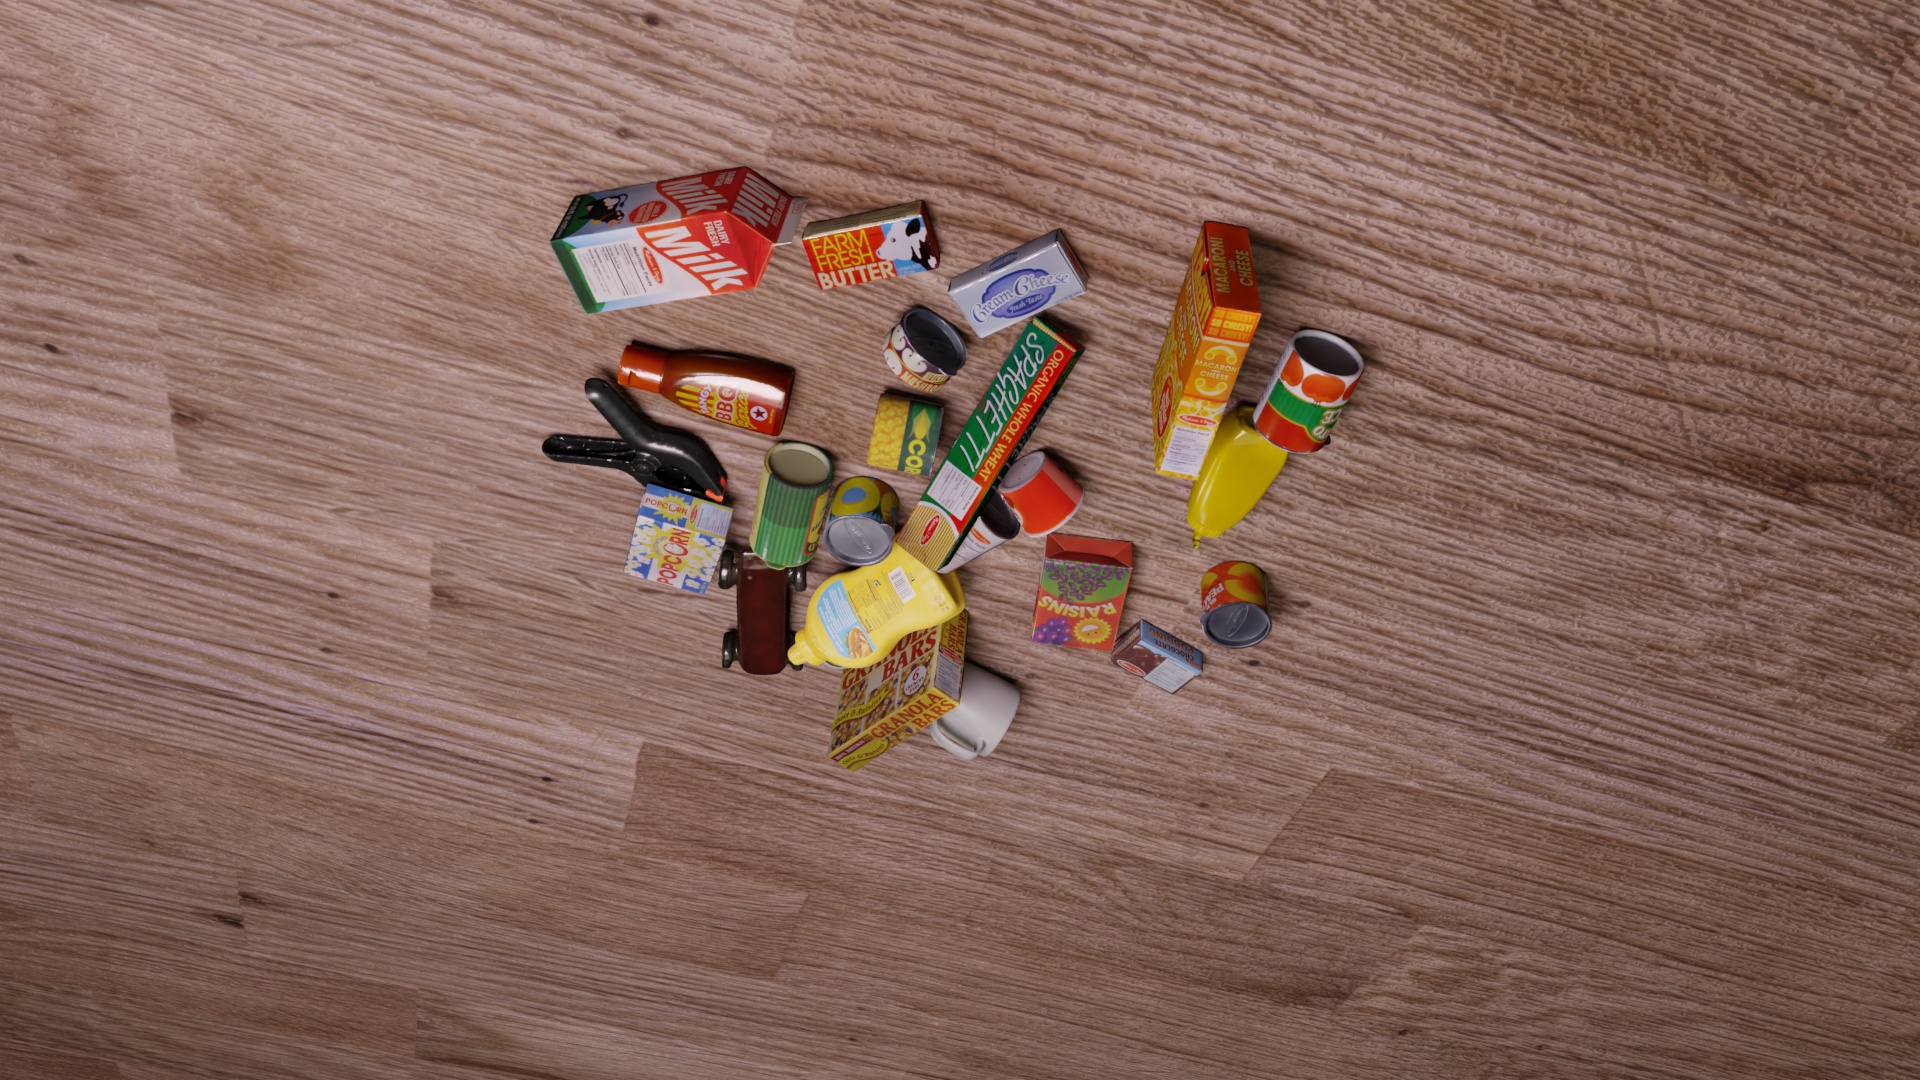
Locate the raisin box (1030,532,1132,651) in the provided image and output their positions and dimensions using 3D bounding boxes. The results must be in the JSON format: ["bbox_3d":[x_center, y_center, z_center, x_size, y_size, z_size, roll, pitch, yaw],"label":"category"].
[{"bbox_3d":[0.119,0.053,1.372,0.086,0.040,0.122,6,134,-1],"label":"raisin box"}]

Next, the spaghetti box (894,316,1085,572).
[{"bbox_3d":[0.024,-0.081,1.211,0.050,0.029,0.249,38,116,12],"label":"spaghetti box"}]

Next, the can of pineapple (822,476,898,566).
[{"bbox_3d":[-0.092,-0.018,1.315,0.071,0.058,0.070,3,134,3],"label":"can of pineapple"}]

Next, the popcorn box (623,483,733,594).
[{"bbox_3d":[-0.275,0.001,1.346,0.085,0.038,0.126,17,148,-11],"label":"popcorn box"}]

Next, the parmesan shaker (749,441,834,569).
[{"bbox_3d":[-0.159,-0.032,1.300,0.071,0.072,0.102,13,133,-6],"label":"parmesan shaker"}]

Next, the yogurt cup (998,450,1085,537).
[{"bbox_3d":[0.072,-0.045,1.269,0.072,0.073,0.054,-28,117,29],"label":"yogurt cup"}]

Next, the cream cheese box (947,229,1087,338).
[{"bbox_3d":[0.047,-0.210,1.141,0.103,0.024,0.053,-21,127,24],"label":"cream cheese box"}]

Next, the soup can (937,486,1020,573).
[{"bbox_3d":[0.005,-0.016,1.301,0.083,0.072,0.071,-30,124,35],"label":"soup can"}]

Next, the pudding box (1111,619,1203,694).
[{"bbox_3d":[0.203,0.121,1.433,0.083,0.030,0.049,28,131,-19],"label":"pudding box"}]

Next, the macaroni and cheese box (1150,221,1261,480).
[{"bbox_3d":[0.192,-0.151,1.112,0.040,0.124,0.165,9,133,-4],"label":"macaroni and cheese box"}]

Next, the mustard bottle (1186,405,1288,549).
[{"bbox_3d":[0.240,-0.050,1.255,0.065,0.049,0.159,16,134,-9],"label":"mustard bottle"}]

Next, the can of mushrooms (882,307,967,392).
[{"bbox_3d":[-0.030,-0.158,1.167,0.071,0.071,0.033,31,131,-21],"label":"can of mushrooms"}]

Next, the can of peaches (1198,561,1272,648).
[{"bbox_3d":[0.265,0.062,1.351,0.071,0.058,0.070,4,134,4],"label":"can of peaches"}]

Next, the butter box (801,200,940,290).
[{"bbox_3d":[-0.072,-0.239,1.127,0.103,0.024,0.053,-8,131,13],"label":"butter box"}]

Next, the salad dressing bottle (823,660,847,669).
[{"bbox_3d":[-0.083,0.084,1.421,0.147,0.044,0.064,-28,120,28],"label":"salad dressing bottle"}]

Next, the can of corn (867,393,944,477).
[{"bbox_3d":[-0.049,-0.092,1.232,0.058,0.071,0.070,11,134,-3],"label":"can of corn"}]

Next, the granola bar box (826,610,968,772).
[{"bbox_3d":[-0.063,0.148,1.423,0.039,0.125,0.165,36,127,-25],"label":"granola bar box"}]

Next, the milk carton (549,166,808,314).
[{"bbox_3d":[-0.218,-0.242,1.108,0.190,0.073,0.073,-6,132,13],"label":"milk carton"}]

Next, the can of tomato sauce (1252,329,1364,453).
[{"bbox_3d":[0.293,-0.124,1.165,0.071,0.071,0.082,13,133,-6],"label":"can of tomato sauce"}]

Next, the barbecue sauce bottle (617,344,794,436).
[{"bbox_3d":[-0.225,-0.138,1.227,0.149,0.044,0.064,14,134,-6],"label":"barbecue sauce bottle"}]
